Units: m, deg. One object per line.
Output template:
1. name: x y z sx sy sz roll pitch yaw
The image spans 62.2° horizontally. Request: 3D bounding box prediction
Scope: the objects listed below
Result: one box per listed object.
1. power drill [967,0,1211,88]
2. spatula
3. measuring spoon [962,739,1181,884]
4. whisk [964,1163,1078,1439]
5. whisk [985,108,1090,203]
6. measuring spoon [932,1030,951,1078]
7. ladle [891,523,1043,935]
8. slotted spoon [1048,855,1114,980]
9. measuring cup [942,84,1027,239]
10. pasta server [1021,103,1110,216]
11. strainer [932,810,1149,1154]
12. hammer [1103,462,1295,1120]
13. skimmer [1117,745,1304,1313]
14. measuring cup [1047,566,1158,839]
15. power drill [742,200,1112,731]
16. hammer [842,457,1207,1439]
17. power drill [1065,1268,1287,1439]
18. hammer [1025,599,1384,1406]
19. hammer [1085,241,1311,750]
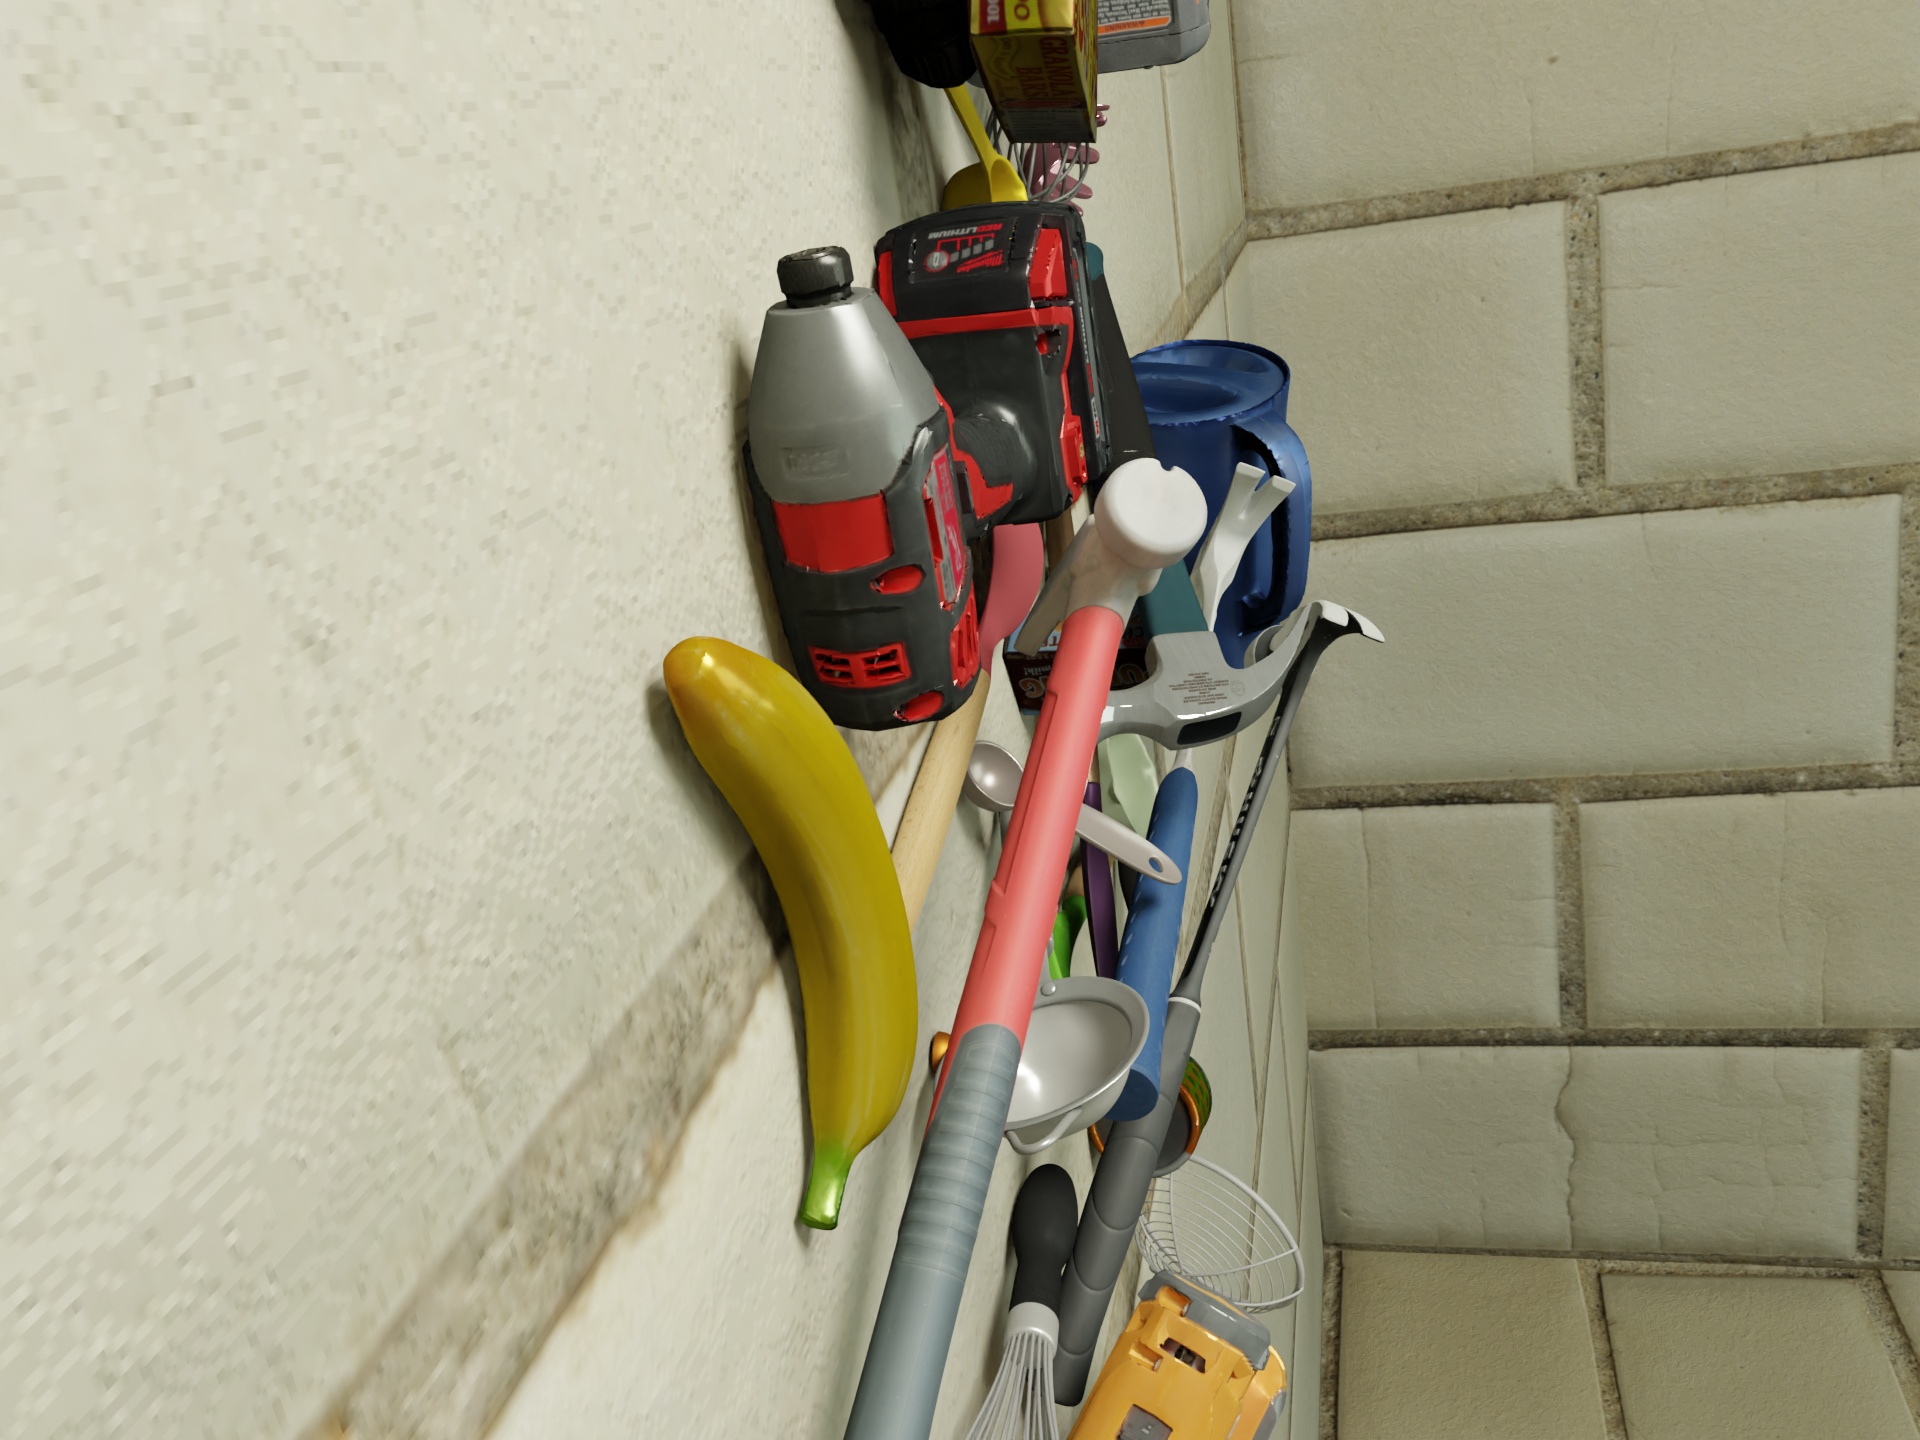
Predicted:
1. power drill: 0.079 -0.392 0.755 0.084 0.164 0.227 73 23 -44
2. spatula: 0.064 0.011 0.838 0.059 0.018 0.316 48 34 -66
3. measuring spoon: 0.047 0.047 0.704 0.124 0.018 0.034 30 39 -23
4. whisk: 0.026 0.270 0.637 0.285 0.070 0.070 -69 152 -67
5. whisk: 0.037 -0.346 0.822 0.055 0.055 0.239 64 23 -55
6. measuring spoon: 0.008 0.152 0.672 0.116 0.011 0.021 57 34 -62
7. ladle: -0.001 -0.002 0.647 0.316 0.031 0.069 -72 157 -49
8. slotted spoon: 0.067 0.097 0.877 0.314 0.031 0.070 -46 123 -72
9. measuring cup: -0.008 -0.256 0.688 0.156 0.029 0.062 59 31 -38
10. pasta server: 0.034 -0.227 0.795 0.060 0.040 0.316 100 3 -45
11. strainer: 0.032 0.097 0.653 0.259 0.087 0.050 -92 159 -60
12. hammer: 0.115 0.022 0.824 0.406 0.035 0.144 -71 -177 -45
13. skimmer: 0.148 0.194 1.032 0.090 0.127 0.363 8 69 -32
14. measuring cup: 0.067 -0.004 0.898 0.083 0.038 0.167 -22 91 -67
15. power drill: -0.010 -0.105 0.543 0.220 0.078 0.143 -61 145 -58
16. hammer: 0.008 0.102 0.538 0.143 0.038 0.387 122 -14 -64
17. power drill: 0.082 0.351 0.732 0.185 0.084 0.226 -60 159 -13
18. hammer: 0.115 0.126 0.775 0.149 0.036 0.409 118 -7 -78
19. hammer: 0.083 -0.127 0.797 0.033 0.128 0.331 98 -15 -53
